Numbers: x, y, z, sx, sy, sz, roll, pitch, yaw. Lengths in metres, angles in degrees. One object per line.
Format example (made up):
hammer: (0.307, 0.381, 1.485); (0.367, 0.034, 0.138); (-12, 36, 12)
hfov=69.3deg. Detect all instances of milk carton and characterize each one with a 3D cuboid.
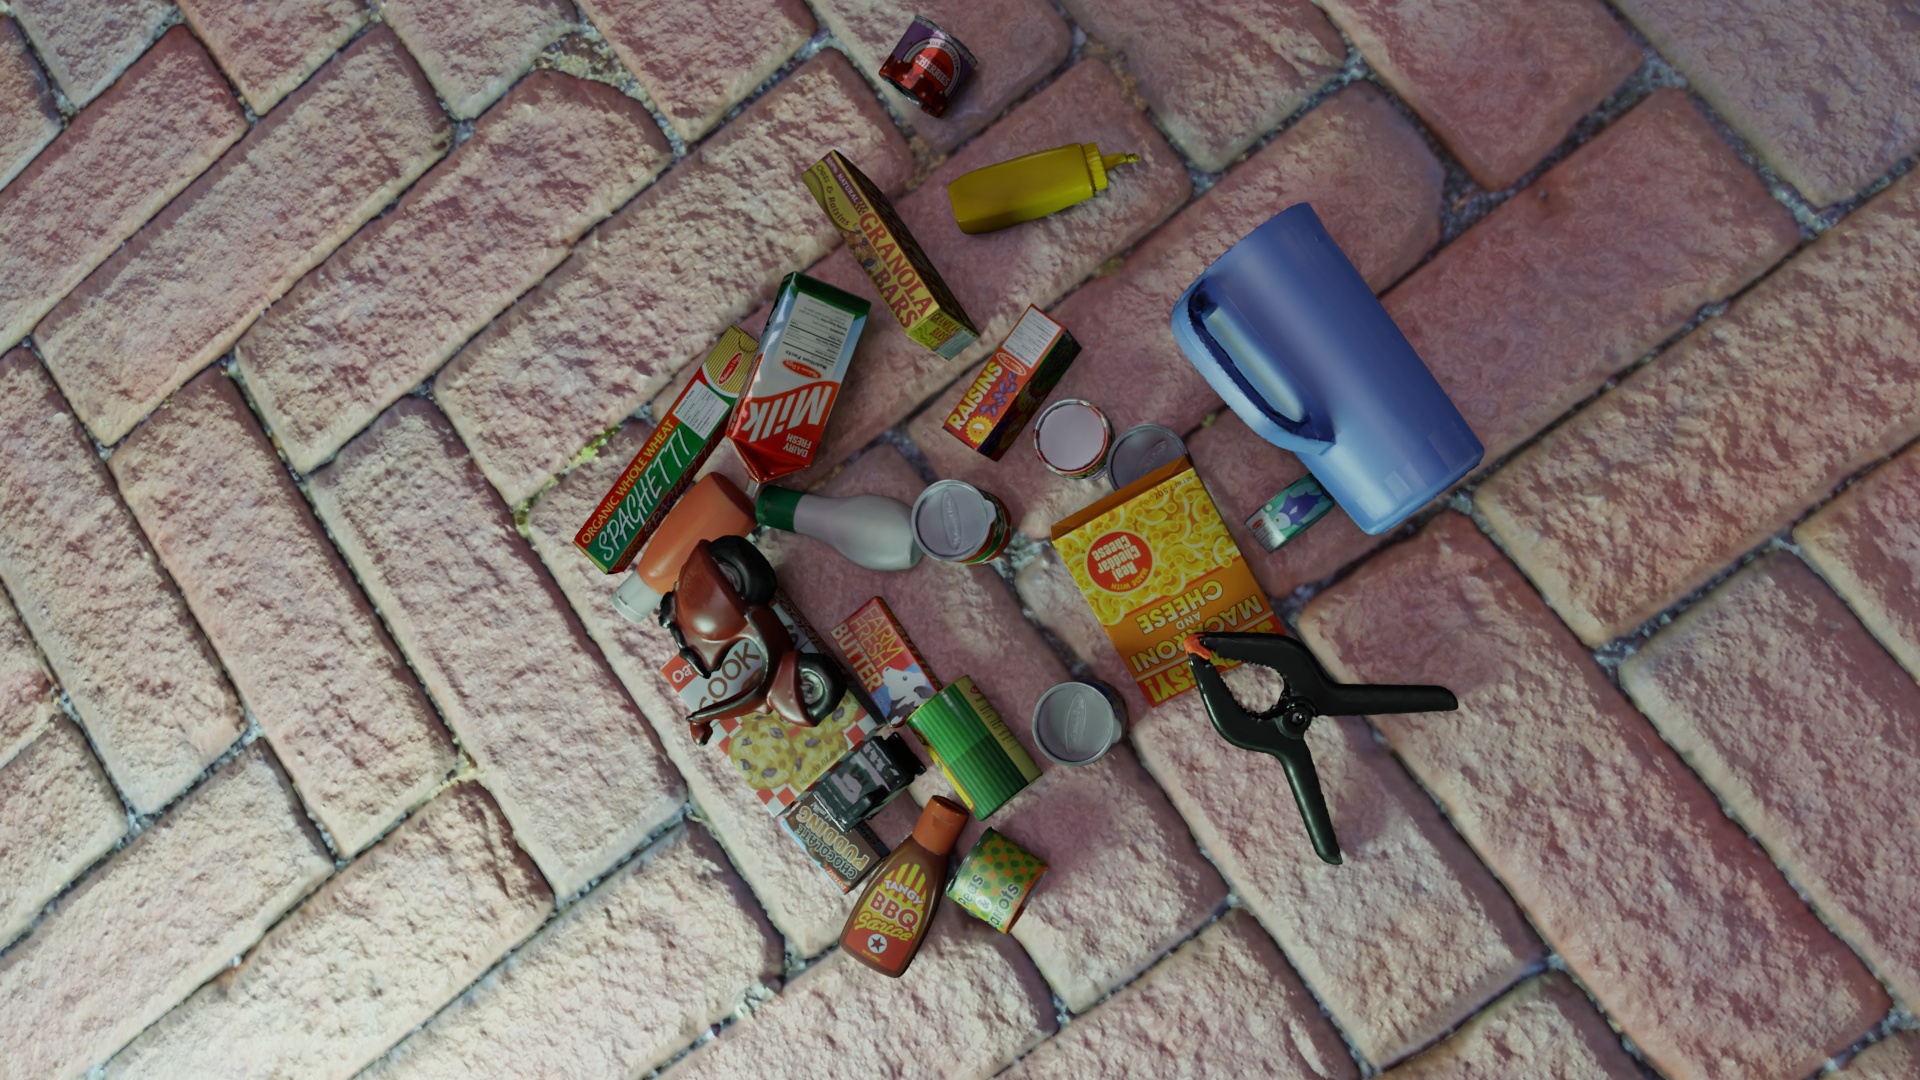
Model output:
milk carton: (-0.148, -0.128, 1.192); (0.073, 0.072, 0.190); (21, 91, -15)

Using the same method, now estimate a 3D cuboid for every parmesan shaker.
parmesan shaker: (0.010, 0.171, 1.140); (0.071, 0.071, 0.103); (-40, 78, 9)

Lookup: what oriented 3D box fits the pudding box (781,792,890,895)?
pudding box: (-0.107, 0.254, 1.186); (0.049, 0.030, 0.084); (-45, 77, 8)

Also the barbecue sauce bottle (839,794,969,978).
barbecue sauce bottle: (-0.042, 0.286, 1.160); (0.065, 0.043, 0.148); (28, 93, 9)

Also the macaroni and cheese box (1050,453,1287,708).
macaroni and cheese box: (0.164, 0.035, 1.092); (0.123, 0.040, 0.166); (-29, 106, 11)

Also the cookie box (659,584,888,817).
cookie box: (-0.162, 0.134, 1.205); (0.123, 0.040, 0.167); (-42, 78, 7)

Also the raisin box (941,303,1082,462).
raisin box: (0.043, -0.128, 1.147); (0.040, 0.086, 0.123); (37, 96, 12)

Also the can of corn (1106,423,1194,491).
can of corn: (0.158, -0.056, 1.126); (0.071, 0.058, 0.071); (-1, 86, 14)

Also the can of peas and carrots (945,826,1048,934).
can of peas and carrots: (0.030, 0.277, 1.128); (0.059, 0.071, 0.071); (31, 94, 14)

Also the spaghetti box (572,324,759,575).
spaghetti box: (-0.257, -0.080, 1.251); (0.050, 0.028, 0.250); (39, 96, 14)

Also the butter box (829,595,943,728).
butter box: (-0.063, 0.104, 1.189); (0.053, 0.024, 0.103); (-36, 78, 10)

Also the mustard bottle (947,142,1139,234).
mustard bottle: (0.071, -0.301, 1.167); (0.160, 0.065, 0.049); (-16, 88, 7)

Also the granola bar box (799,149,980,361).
granola bar box: (-0.056, -0.236, 1.161); (0.039, 0.124, 0.166); (-36, 79, 11)

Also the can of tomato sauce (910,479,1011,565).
can of tomato sauce: (0.004, -0.014, 1.150); (0.071, 0.083, 0.071); (-1, 86, 14)

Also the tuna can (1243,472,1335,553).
tuna can: (0.261, -0.022, 1.094); (0.071, 0.071, 0.033); (-38, 79, 9)

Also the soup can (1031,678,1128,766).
soup can: (0.100, 0.145, 1.113); (0.071, 0.084, 0.071); (-1, 86, 15)

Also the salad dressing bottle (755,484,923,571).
salad dressing bottle: (-0.104, -0.015, 1.199); (0.148, 0.044, 0.064); (14, 92, 16)

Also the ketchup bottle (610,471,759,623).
ketchup bottle: (-0.249, 0.010, 1.234); (0.148, 0.043, 0.065); (-45, 76, 8)

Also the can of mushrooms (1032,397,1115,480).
can of mushrooms: (0.096, -0.083, 1.158); (0.071, 0.033, 0.071); (-1, 85, 14)

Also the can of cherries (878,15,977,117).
can of cherries: (-0.028, -0.407, 1.195); (0.071, 0.071, 0.058); (37, 96, 14)
